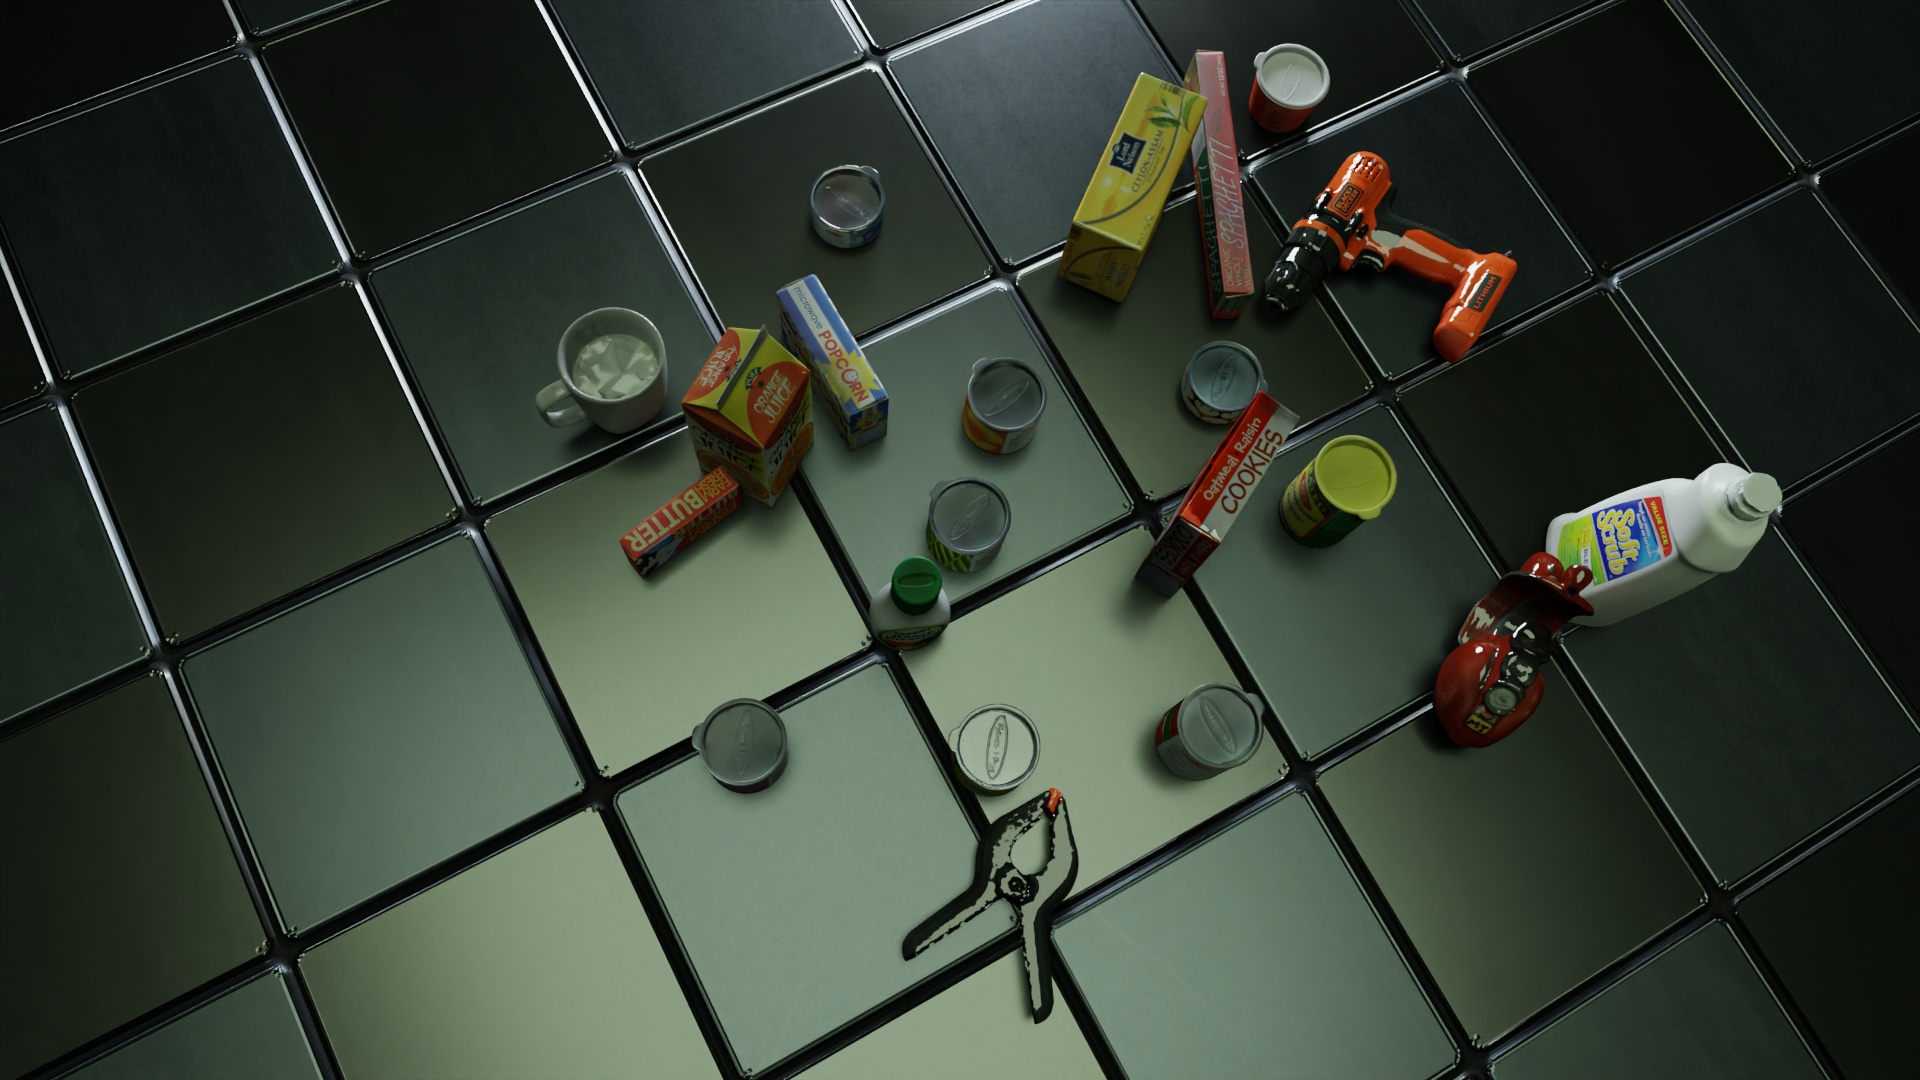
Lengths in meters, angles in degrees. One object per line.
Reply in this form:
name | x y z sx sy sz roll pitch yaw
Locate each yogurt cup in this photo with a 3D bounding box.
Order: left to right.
yogurt cup | 0.301 -0.416 1.288 0.072 0.053 0.072 1 73 -4

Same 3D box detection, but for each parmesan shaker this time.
parmesan shaker | 0.309 -0.035 1.145 0.071 0.102 0.071 1 73 -4

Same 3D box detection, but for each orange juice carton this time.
orange juice carton | -0.164 -0.099 1.078 0.073 0.192 0.072 28 73 4

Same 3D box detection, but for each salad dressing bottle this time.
salad dressing bottle | -0.037 0.049 1.066 0.064 0.147 0.044 -5 74 -6

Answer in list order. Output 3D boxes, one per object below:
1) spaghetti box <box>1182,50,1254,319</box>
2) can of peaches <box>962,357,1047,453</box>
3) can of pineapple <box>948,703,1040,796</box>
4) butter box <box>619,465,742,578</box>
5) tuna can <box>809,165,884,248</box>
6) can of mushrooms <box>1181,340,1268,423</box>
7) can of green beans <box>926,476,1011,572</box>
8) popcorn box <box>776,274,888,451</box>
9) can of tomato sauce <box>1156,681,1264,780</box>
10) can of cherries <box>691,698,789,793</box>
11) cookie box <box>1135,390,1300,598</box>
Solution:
spaghetti box | 0.232 -0.322 1.255 0.029 0.050 0.250 -2 73 -5
can of peaches | 0.035 -0.114 1.170 0.071 0.058 0.071 1 73 -4
can of pineapple | 0.025 0.163 1.083 0.071 0.057 0.071 1 73 -4
butter box | -0.224 -0.015 1.120 0.104 0.053 0.024 -38 80 -14
tuna can | -0.099 -0.296 1.228 0.071 0.032 0.071 1 73 -4
can of mushrooms | 0.229 -0.136 1.206 0.071 0.033 0.071 1 73 -4
can of green beans | 0.006 -0.012 1.136 0.071 0.057 0.071 1 73 -4
popcorn box | -0.106 -0.147 1.154 0.038 0.085 0.127 -28 77 -12
can of tomato sauce | 0.195 0.149 1.089 0.071 0.083 0.071 1 73 -4
can of cherries | -0.168 0.158 1.068 0.071 0.058 0.071 1 73 -4
cookie box | 0.199 -0.033 1.101 0.040 0.167 0.123 33 73 5
